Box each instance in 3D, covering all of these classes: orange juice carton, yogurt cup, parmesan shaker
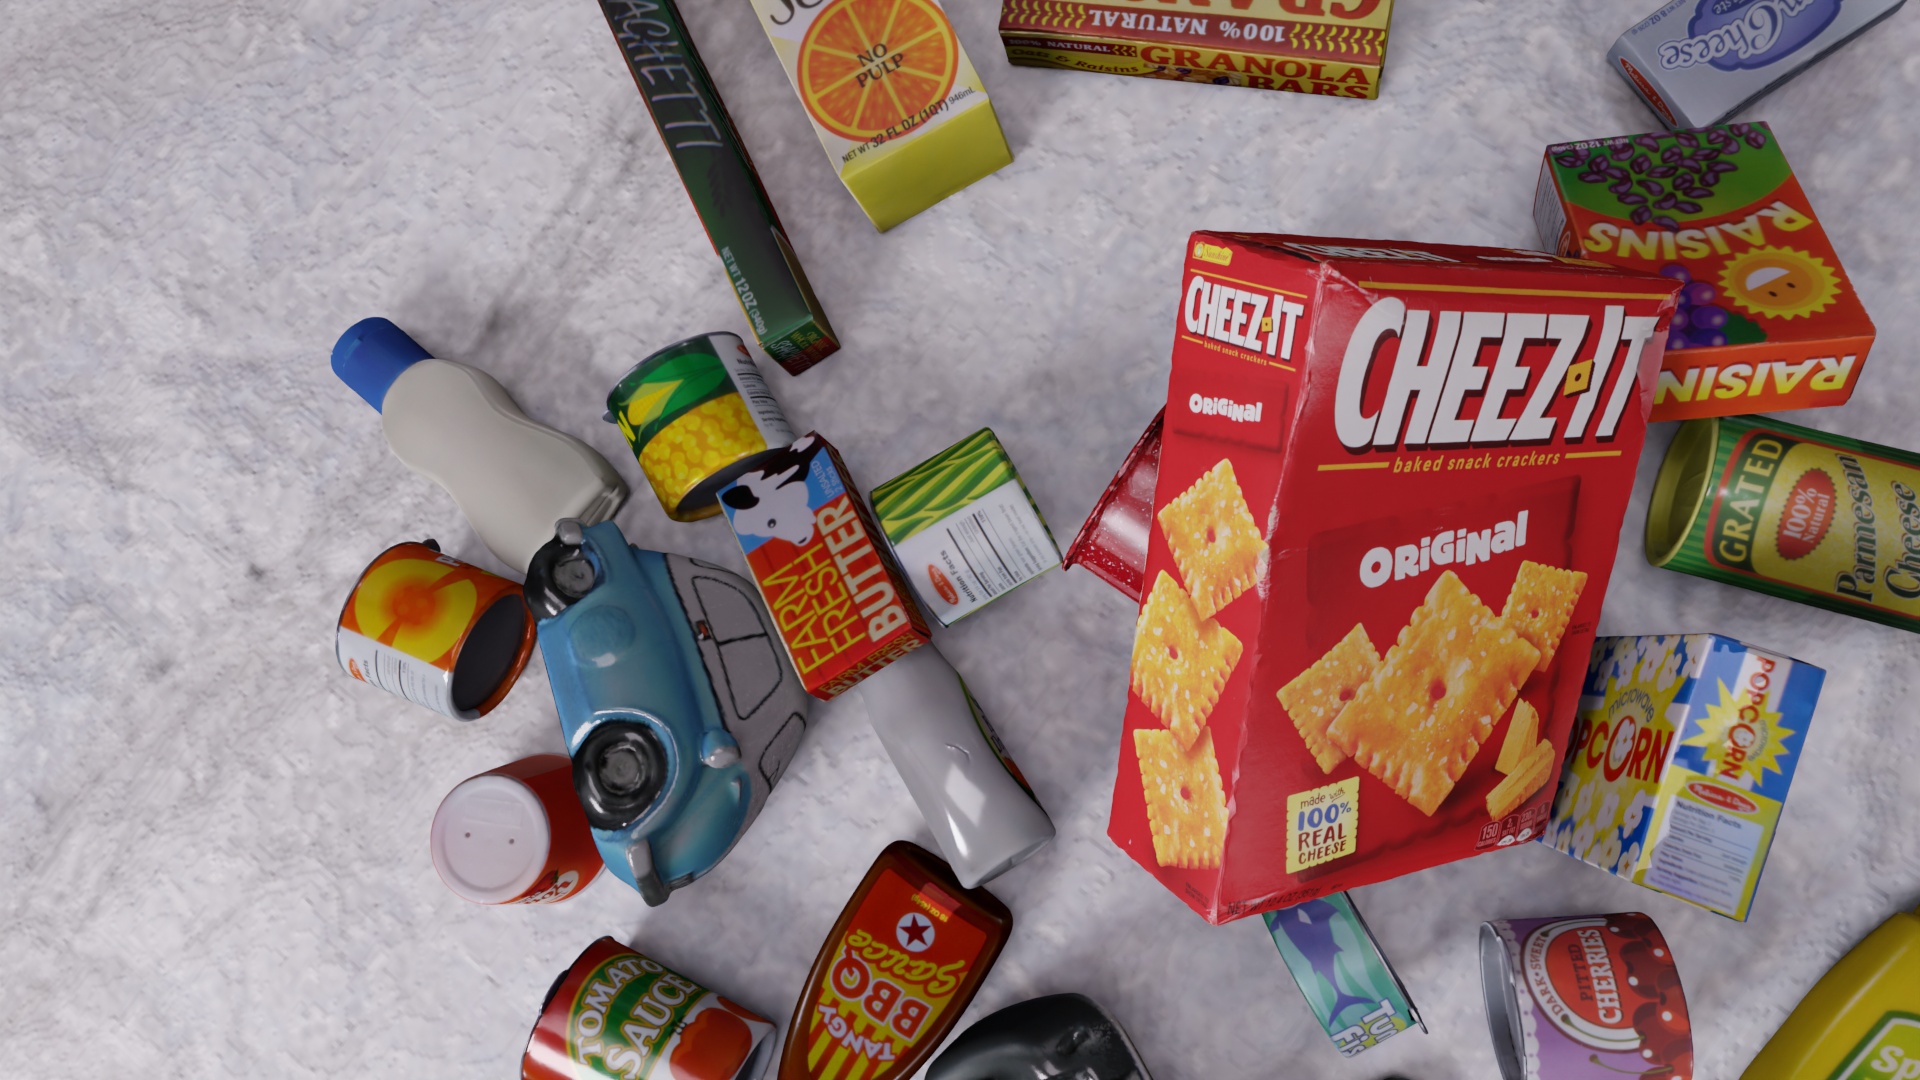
[{"bbox_3d":[-0.052,-0.242,0.616,0.072,0.073,0.193,-27,79,6],"label":"orange juice carton"},{"bbox_3d":[-0.192,0.127,0.605,0.072,0.054,0.072,-1,82,10],"label":"yogurt cup"},{"bbox_3d":[0.324,-0.011,0.521,0.103,0.071,0.071,15,86,12],"label":"parmesan shaker"}]

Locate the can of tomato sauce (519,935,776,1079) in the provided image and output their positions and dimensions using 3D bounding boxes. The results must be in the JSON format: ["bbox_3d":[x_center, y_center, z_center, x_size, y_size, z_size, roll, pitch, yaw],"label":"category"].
[{"bbox_3d":[-0.127,0.212,0.575,0.083,0.071,0.071,23,88,11],"label":"can of tomato sauce"}]

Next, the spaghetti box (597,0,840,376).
[{"bbox_3d":[-0.123,-0.193,0.634,0.028,0.050,0.250,-27,79,5],"label":"spaghetti box"}]

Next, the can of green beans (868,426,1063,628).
[{"bbox_3d":[0.003,-0.006,0.580,0.058,0.071,0.071,-29,79,5],"label":"can of green beans"}]

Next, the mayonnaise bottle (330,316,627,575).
[{"bbox_3d":[-0.226,-0.048,0.640,0.148,0.041,0.065,38,90,13],"label":"mayonnaise bottle"}]

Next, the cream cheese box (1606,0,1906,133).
[{"bbox_3d":[0.327,-0.212,0.568,0.104,0.024,0.053,-34,80,5],"label":"cream cheese box"}]

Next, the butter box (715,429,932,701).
[{"bbox_3d":[-0.057,0.010,0.570,0.053,0.024,0.104,-32,63,7],"label":"butter box"}]

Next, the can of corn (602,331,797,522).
[{"bbox_3d":[-0.113,-0.047,0.606,0.071,0.071,0.058,-31,79,5],"label":"can of corn"}]

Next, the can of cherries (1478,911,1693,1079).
[{"bbox_3d":[0.230,0.172,0.514,0.058,0.071,0.071,-6,82,9],"label":"can of cherries"}]

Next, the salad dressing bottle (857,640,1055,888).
[{"bbox_3d":[-0.016,0.070,0.579,0.044,0.064,0.148,-30,71,-6],"label":"salad dressing bottle"}]

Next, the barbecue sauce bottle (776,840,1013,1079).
[{"bbox_3d":[-0.041,0.202,0.574,0.065,0.043,0.148,32,90,11],"label":"barbecue sauce bottle"}]

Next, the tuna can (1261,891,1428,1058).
[{"bbox_3d":[0.146,0.163,0.532,0.033,0.071,0.071,-31,79,7],"label":"tuna can"}]

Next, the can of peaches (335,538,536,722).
[{"bbox_3d":[-0.229,0.039,0.617,0.058,0.071,0.071,20,87,12],"label":"can of peaches"}]

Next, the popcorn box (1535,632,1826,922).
[{"bbox_3d":[0.246,0.079,0.494,0.038,0.126,0.085,20,88,7],"label":"popcorn box"}]

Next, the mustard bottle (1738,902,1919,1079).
[{"bbox_3d":[0.344,0.178,0.504,0.065,0.049,0.160,34,90,11],"label":"mustard bottle"}]

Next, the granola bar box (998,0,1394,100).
[{"bbox_3d":[0.109,-0.265,0.606,0.165,0.039,0.124,9,85,12],"label":"granola bar box"}]

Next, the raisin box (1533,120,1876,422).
[{"bbox_3d":[0.276,-0.103,0.528,0.086,0.040,0.124,-4,51,9],"label":"raisin box"}]
